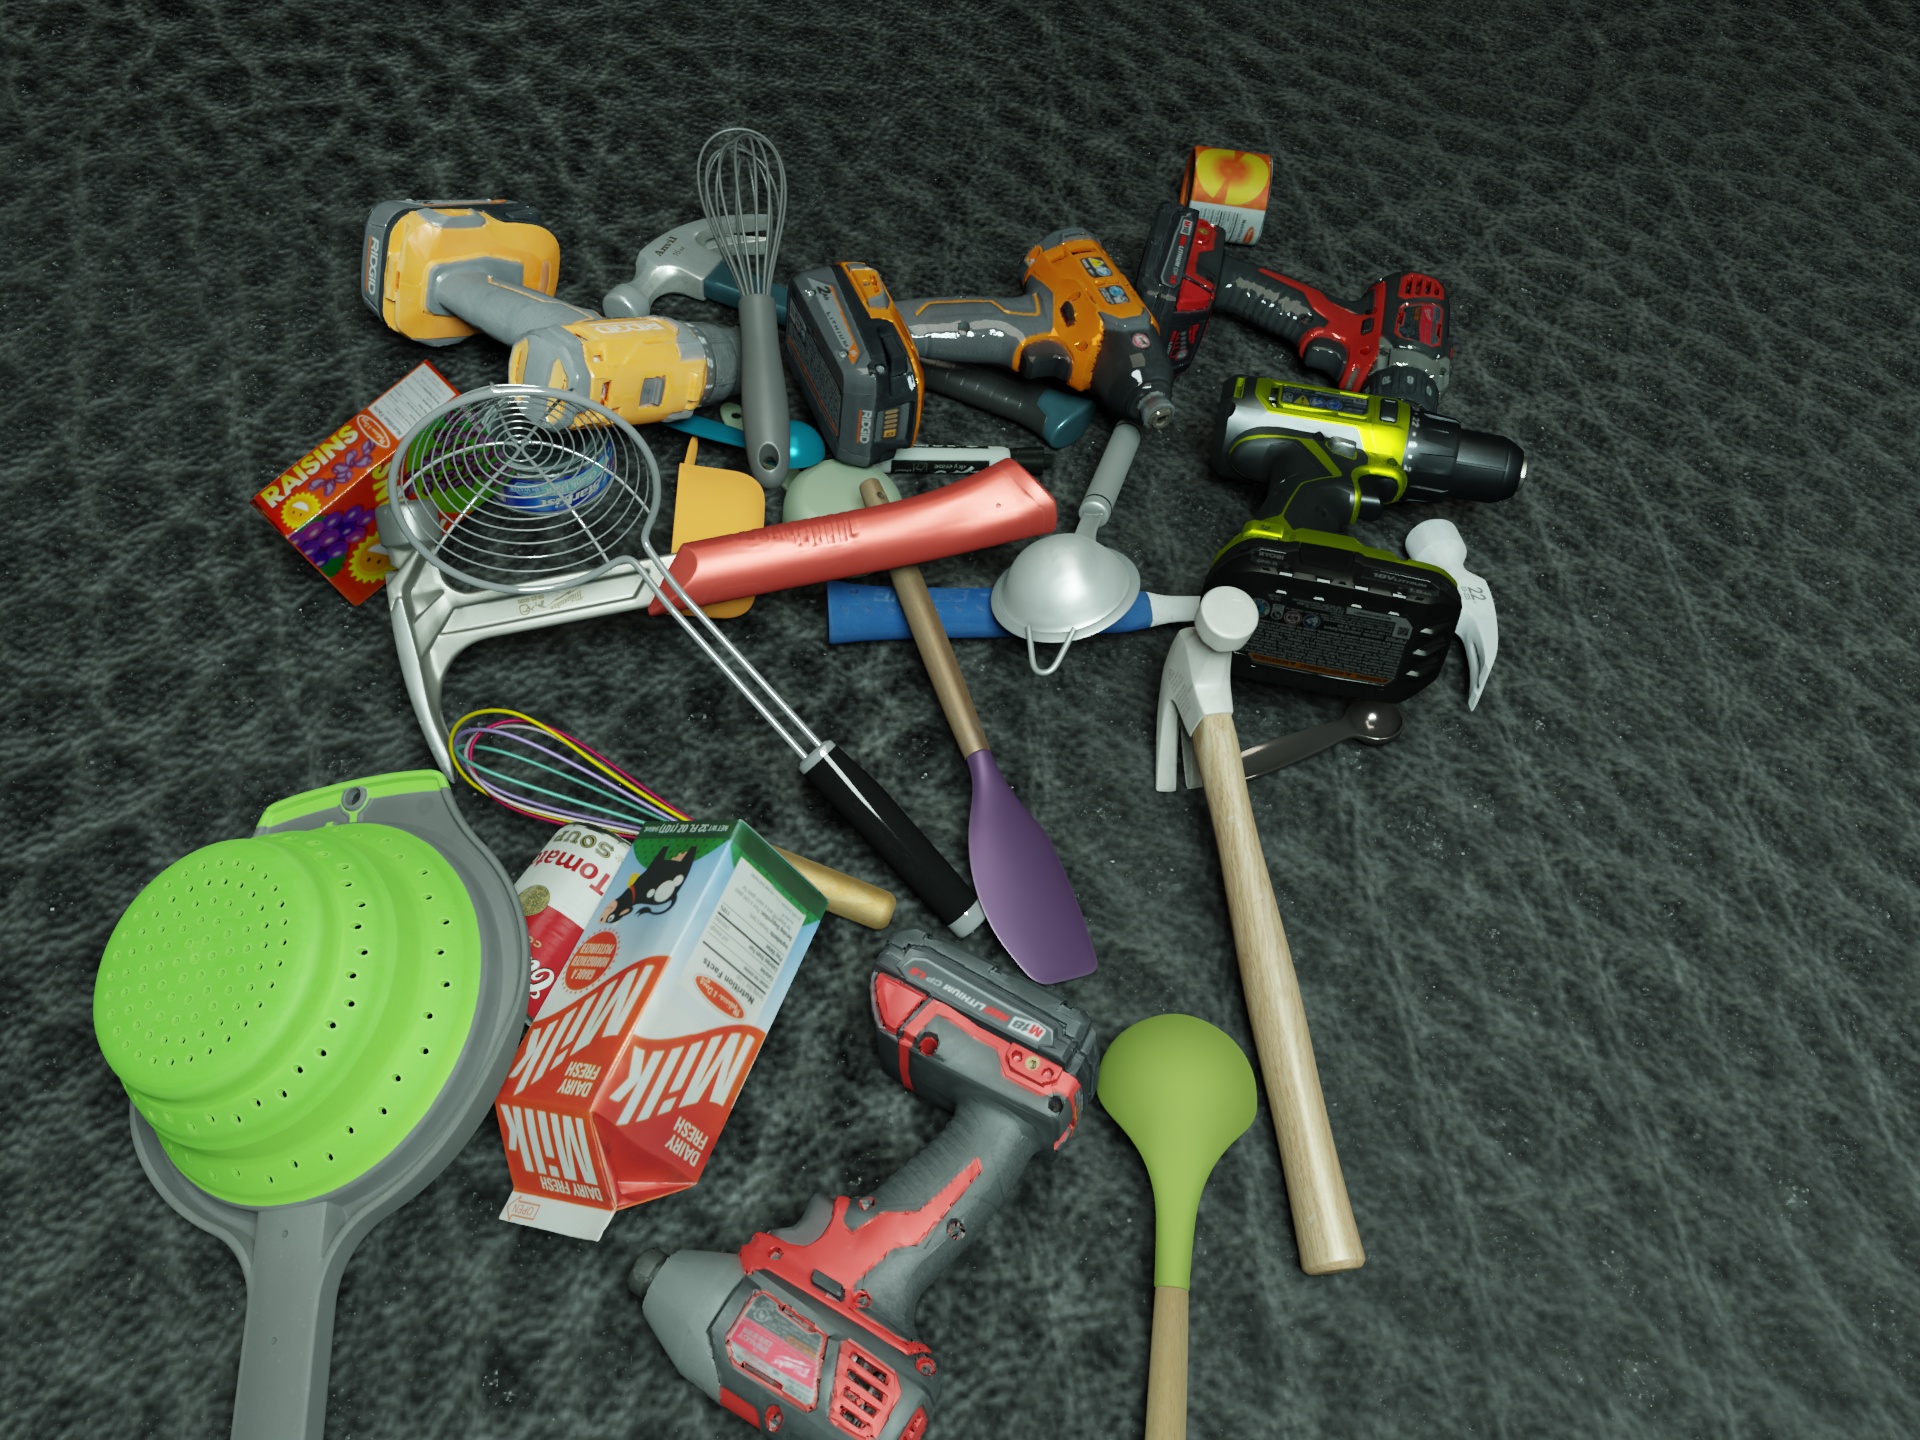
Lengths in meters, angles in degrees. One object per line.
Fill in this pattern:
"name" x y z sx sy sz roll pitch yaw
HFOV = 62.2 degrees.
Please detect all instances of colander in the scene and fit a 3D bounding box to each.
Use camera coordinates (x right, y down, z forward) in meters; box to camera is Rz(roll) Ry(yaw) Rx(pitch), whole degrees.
"colander" -0.294 0.190 0.654 0.204 0.094 0.397 -12 62 13

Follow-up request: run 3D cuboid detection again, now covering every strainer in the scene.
"strainer" 0.077 -0.123 0.956 0.087 0.050 0.259 3 39 19

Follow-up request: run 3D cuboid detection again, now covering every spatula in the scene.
"spatula" -0.001 -0.003 0.875 0.059 0.018 0.316 -6 63 -34

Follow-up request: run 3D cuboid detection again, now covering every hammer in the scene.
"hammer" 0.124 -0.063 0.950 0.405 0.035 0.144 -1 45 -6
"hammer" -0.121 -0.074 0.864 0.359 0.037 0.149 -12 99 -10
"hammer" -0.067 -0.258 1.078 0.331 0.033 0.128 24 56 10
"hammer" 0.149 0.106 0.804 0.031 0.130 0.332 -4 66 -10

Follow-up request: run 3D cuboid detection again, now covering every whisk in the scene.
"whisk" -0.127 -0.252 0.965 0.055 0.055 0.239 -4 76 -10
"whisk" -0.148 0.053 0.818 0.245 0.051 0.047 22 85 -3

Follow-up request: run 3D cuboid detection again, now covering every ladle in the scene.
"ladle" 0.091 0.283 0.707 0.078 0.062 0.320 6 60 3

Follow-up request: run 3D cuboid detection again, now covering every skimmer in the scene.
"skimmer" -0.123 -0.016 0.788 0.363 0.127 0.090 48 24 -5

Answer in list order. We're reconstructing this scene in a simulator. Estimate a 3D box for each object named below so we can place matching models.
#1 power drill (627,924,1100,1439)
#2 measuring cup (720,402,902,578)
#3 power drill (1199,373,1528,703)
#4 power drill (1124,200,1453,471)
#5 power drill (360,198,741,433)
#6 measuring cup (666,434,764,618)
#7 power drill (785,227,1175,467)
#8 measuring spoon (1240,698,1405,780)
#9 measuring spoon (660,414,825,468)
"power drill" -0.040 0.210 0.713 0.143 0.078 0.220 24 58 19
"measuring cup" -0.100 -0.158 0.996 0.083 0.038 0.168 -31 65 -26
"power drill" 0.235 -0.116 0.932 0.190 0.080 0.229 11 44 7
"power drill" 0.224 -0.253 1.087 0.226 0.080 0.188 16 54 1
"power drill" -0.241 -0.253 0.998 0.226 0.084 0.185 34 33 27
"measuring cup" -0.144 -0.127 0.955 0.052 0.095 0.174 6 35 -9
"power drill" 0.020 -0.228 0.997 0.226 0.084 0.164 -14 55 -19
"measuring spoon" 0.201 0.017 0.926 0.124 0.018 0.034 -19 49 -12
"measuring spoon" -0.143 -0.185 0.987 0.129 0.021 0.042 18 37 17
